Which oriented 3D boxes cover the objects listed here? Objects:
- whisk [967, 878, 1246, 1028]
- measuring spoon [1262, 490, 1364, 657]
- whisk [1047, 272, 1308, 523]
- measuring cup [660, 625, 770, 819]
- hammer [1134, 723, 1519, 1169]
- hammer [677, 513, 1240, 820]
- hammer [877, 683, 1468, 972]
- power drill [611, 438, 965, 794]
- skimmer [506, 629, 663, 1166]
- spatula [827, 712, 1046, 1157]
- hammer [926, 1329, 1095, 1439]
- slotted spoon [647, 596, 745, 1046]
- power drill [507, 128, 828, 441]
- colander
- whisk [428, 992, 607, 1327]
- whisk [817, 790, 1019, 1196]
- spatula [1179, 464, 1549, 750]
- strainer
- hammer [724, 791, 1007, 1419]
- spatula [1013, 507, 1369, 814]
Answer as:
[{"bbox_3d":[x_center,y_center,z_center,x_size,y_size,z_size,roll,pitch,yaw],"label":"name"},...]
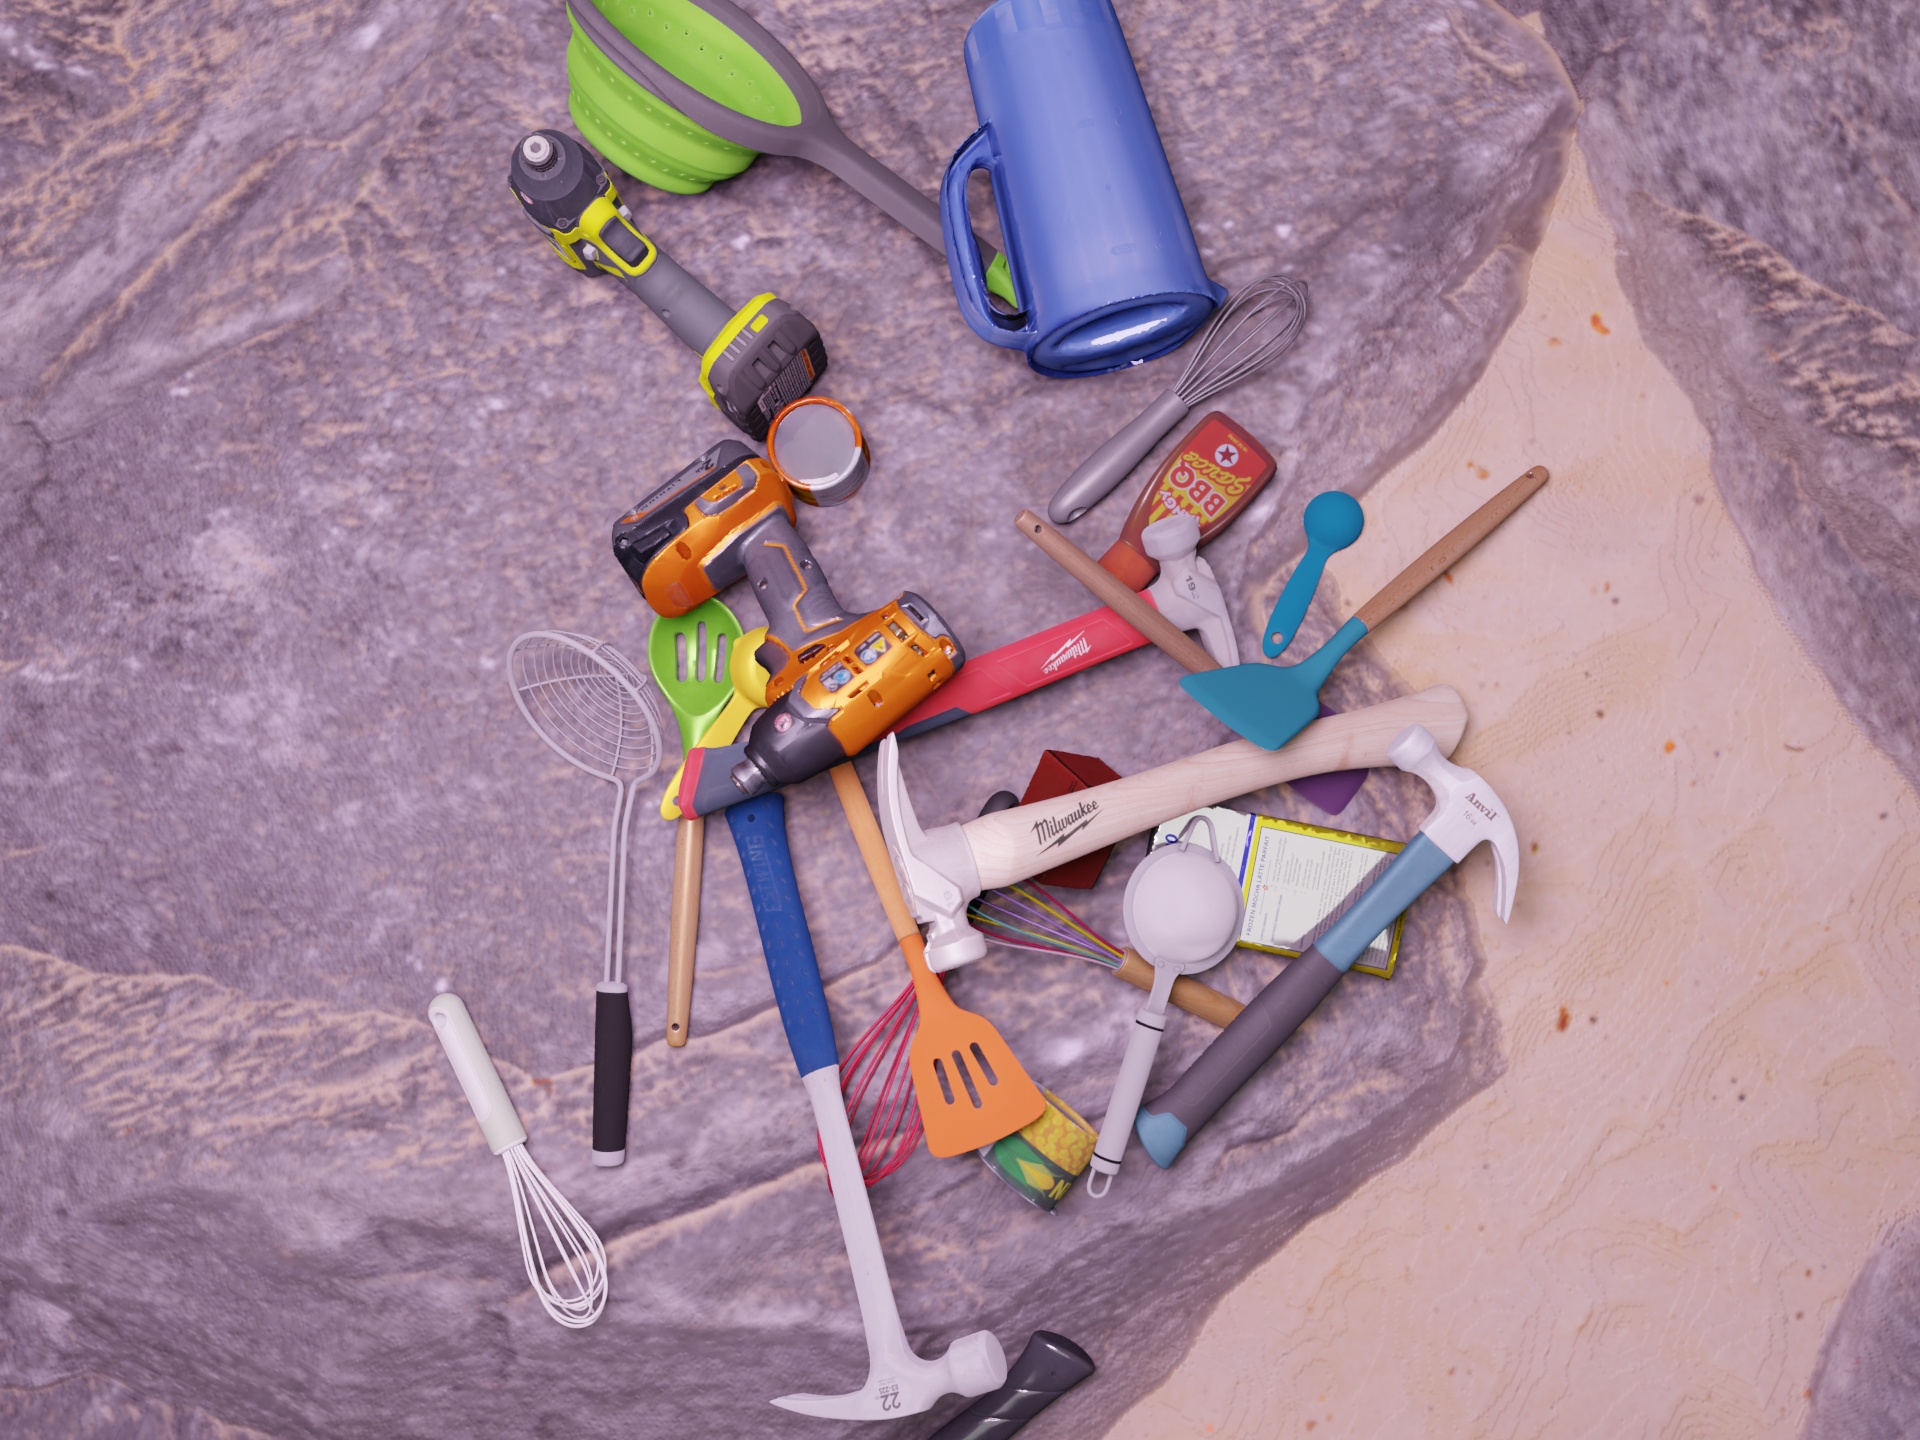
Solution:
[{"bbox_3d":[0.086,0.152,1.065,0.245,0.051,0.047,27,111,-13],"label":"whisk"},{"bbox_3d":[0.242,-0.102,1.105,0.042,0.021,0.128,26,86,4],"label":"measuring spoon"},{"bbox_3d":[0.150,-0.222,1.107,0.239,0.055,0.055,-43,86,2],"label":"whisk"},{"bbox_3d":[-0.154,0.004,1.087,0.062,0.029,0.156,40,74,-24],"label":"measuring cup"},{"bbox_3d":[0.231,0.164,1.042,0.128,0.033,0.331,42,99,0],"label":"hammer"},{"bbox_3d":[-0.002,-0.003,1.068,0.386,0.038,0.143,-22,108,-3],"label":"hammer"},{"bbox_3d":[0.147,0.032,1.025,0.410,0.038,0.146,-15,84,-19],"label":"hammer"},{"bbox_3d":[-0.127,-0.063,1.026,0.164,0.084,0.227,-40,63,-10],"label":"power drill"},{"bbox_3d":[-0.256,0.123,1.075,0.127,0.090,0.363,1,89,36],"label":"skimmer"},{"bbox_3d":[-0.041,0.126,1.061,0.081,0.041,0.323,-24,67,1],"label":"spatula"},{"bbox_3d":[-0.075,0.555,1.067,0.409,0.036,0.149,-40,87,-1],"label":"hammer"},{"bbox_3d":[-0.190,0.069,1.108,0.070,0.031,0.314,3,88,2],"label":"slotted spoon"},{"bbox_3d":[-0.200,-0.296,1.064,0.223,0.171,0.080,41,88,1],"label":"power drill"},{"bbox_3d":[-0.133,-0.384,1.102,0.397,0.205,0.094,34,123,-11],"label":"colander"},{"bbox_3d":[-0.305,0.299,1.088,0.058,0.059,0.246,-33,80,27],"label":"whisk"},{"bbox_3d":[-0.025,0.184,1.080,0.073,0.073,0.296,23,82,3],"label":"whisk"},{"bbox_3d":[0.285,-0.084,1.060,0.317,0.044,0.082,-38,55,-15],"label":"spatula"},{"bbox_3d":[0.129,0.188,1.034,0.086,0.050,0.258,18,88,-14],"label":"strainer"},{"bbox_3d":[-0.094,0.240,1.028,0.144,0.035,0.406,-23,67,13],"label":"hammer"},{"bbox_3d":[0.157,-0.042,1.053,0.315,0.018,0.060,36,88,-19],"label":"spatula"}]
